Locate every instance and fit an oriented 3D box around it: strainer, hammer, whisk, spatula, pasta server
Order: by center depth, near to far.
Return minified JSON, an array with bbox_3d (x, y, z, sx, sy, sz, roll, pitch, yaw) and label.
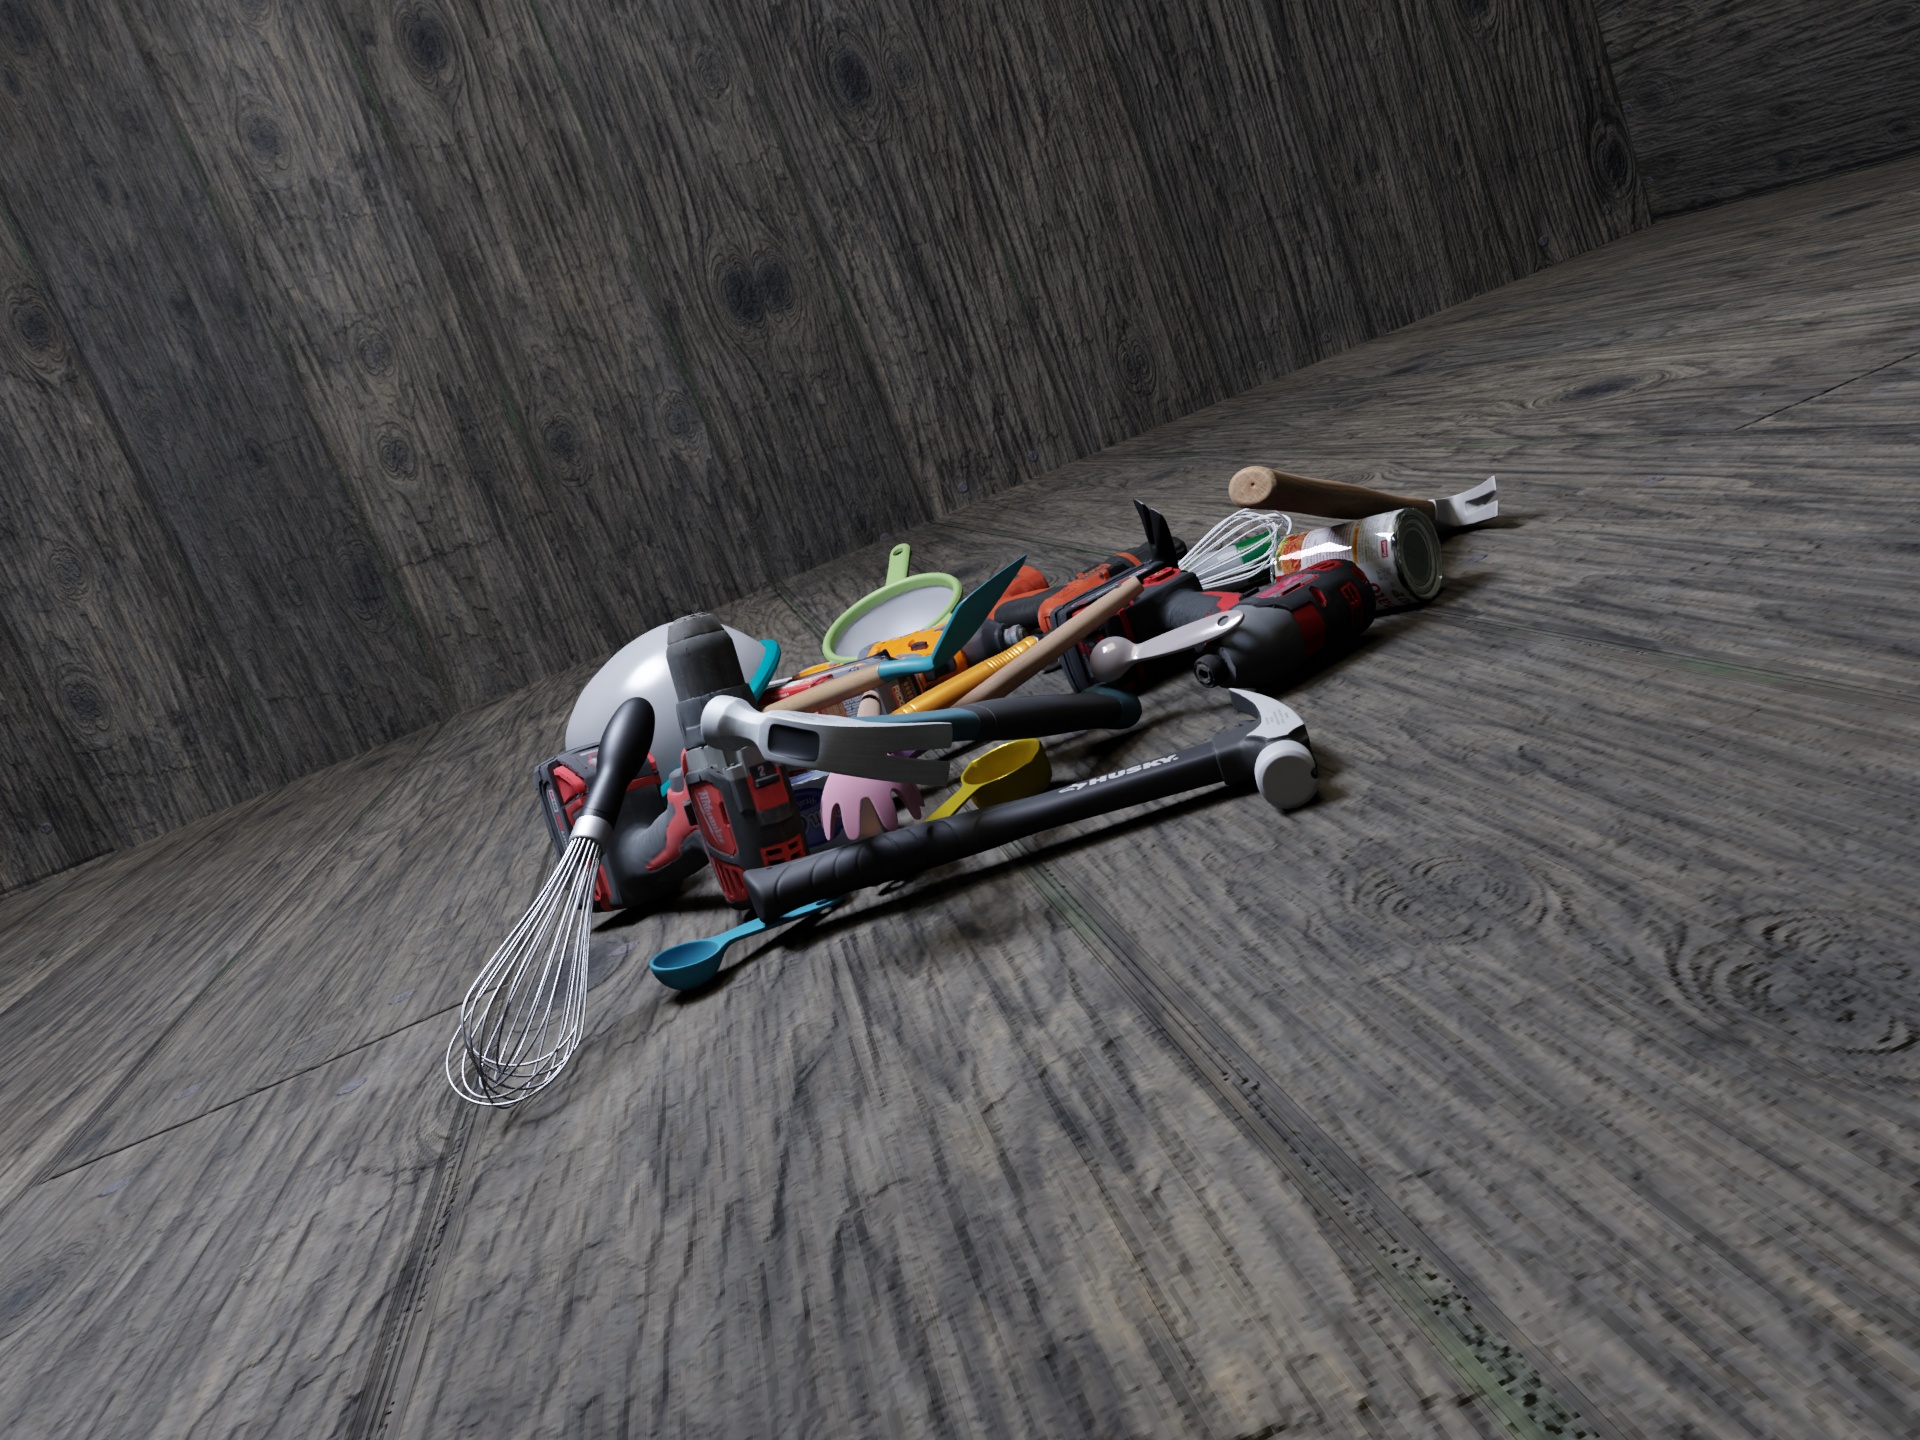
[{"bbox_3d":[-0.218,0.092,0.901,0.070,0.070,0.285,-16,41,27],"label":"whisk"},{"bbox_3d":[0.032,0.054,0.904,0.335,0.035,0.146,-17,13,10],"label":"hammer"},{"bbox_3d":[0.007,0.001,0.950,0.128,0.033,0.331,11,10,36],"label":"hammer"},{"bbox_3d":[-0.059,0.018,1.033,0.060,0.040,0.316,-13,10,0],"label":"pasta server"},{"bbox_3d":[-0.002,-0.004,1.123,0.316,0.018,0.060,-36,11,6],"label":"spatula"},{"bbox_3d":[-0.075,-0.038,1.144,0.317,0.044,0.082,-20,14,42],"label":"spatula"},{"bbox_3d":[0.294,-0.160,1.169,0.130,0.031,0.331,-8,-3,38],"label":"hammer"},{"bbox_3d":[-0.225,-0.011,1.213,0.211,0.095,0.340,-51,16,-13],"label":"strainer"},{"bbox_3d":[0.032,-0.043,1.220,0.337,0.127,0.034,-32,43,-18],"label":"hammer"},{"bbox_3d":[0.166,-0.106,1.331,0.246,0.057,0.059,-29,33,16],"label":"whisk"},{"bbox_3d":[-0.055,-0.103,1.612,0.151,0.069,0.257,-21,27,12],"label":"strainer"}]

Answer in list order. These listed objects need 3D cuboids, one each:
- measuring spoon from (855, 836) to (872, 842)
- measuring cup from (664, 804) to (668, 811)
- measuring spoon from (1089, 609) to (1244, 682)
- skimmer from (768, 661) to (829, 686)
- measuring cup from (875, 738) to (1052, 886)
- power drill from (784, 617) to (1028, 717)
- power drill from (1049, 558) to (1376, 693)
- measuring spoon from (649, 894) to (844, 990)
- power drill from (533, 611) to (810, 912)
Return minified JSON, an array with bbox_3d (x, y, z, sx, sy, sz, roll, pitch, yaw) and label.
[{"bbox_3d":[-0.070,0.091,1.005,0.021,0.011,0.117,-11,7,13],"label":"measuring spoon"},{"bbox_3d":[-0.213,0.069,1.288,0.083,0.038,0.168,-19,14,12],"label":"measuring cup"},{"bbox_3d":[0.131,-0.054,1.041,0.124,0.018,0.034,-18,45,42],"label":"measuring spoon"},{"bbox_3d":[-0.188,-0.008,1.610,0.363,0.090,0.127,-14,13,-13],"label":"skimmer"},{"bbox_3d":[0.001,0.064,0.989,0.062,0.029,0.156,-5,30,50],"label":"measuring cup"},{"bbox_3d":[-0.045,-0.034,1.357,0.164,0.084,0.226,-15,10,27],"label":"power drill"},{"bbox_3d":[0.168,-0.061,1.119,0.143,0.078,0.220,-29,17,-28],"label":"power drill"},{"bbox_3d":[-0.120,0.130,0.929,0.128,0.021,0.042,-19,14,-33],"label":"measuring spoon"},{"bbox_3d":[-0.195,0.037,1.056,0.080,0.188,0.227,-18,3,-41],"label":"power drill"}]
